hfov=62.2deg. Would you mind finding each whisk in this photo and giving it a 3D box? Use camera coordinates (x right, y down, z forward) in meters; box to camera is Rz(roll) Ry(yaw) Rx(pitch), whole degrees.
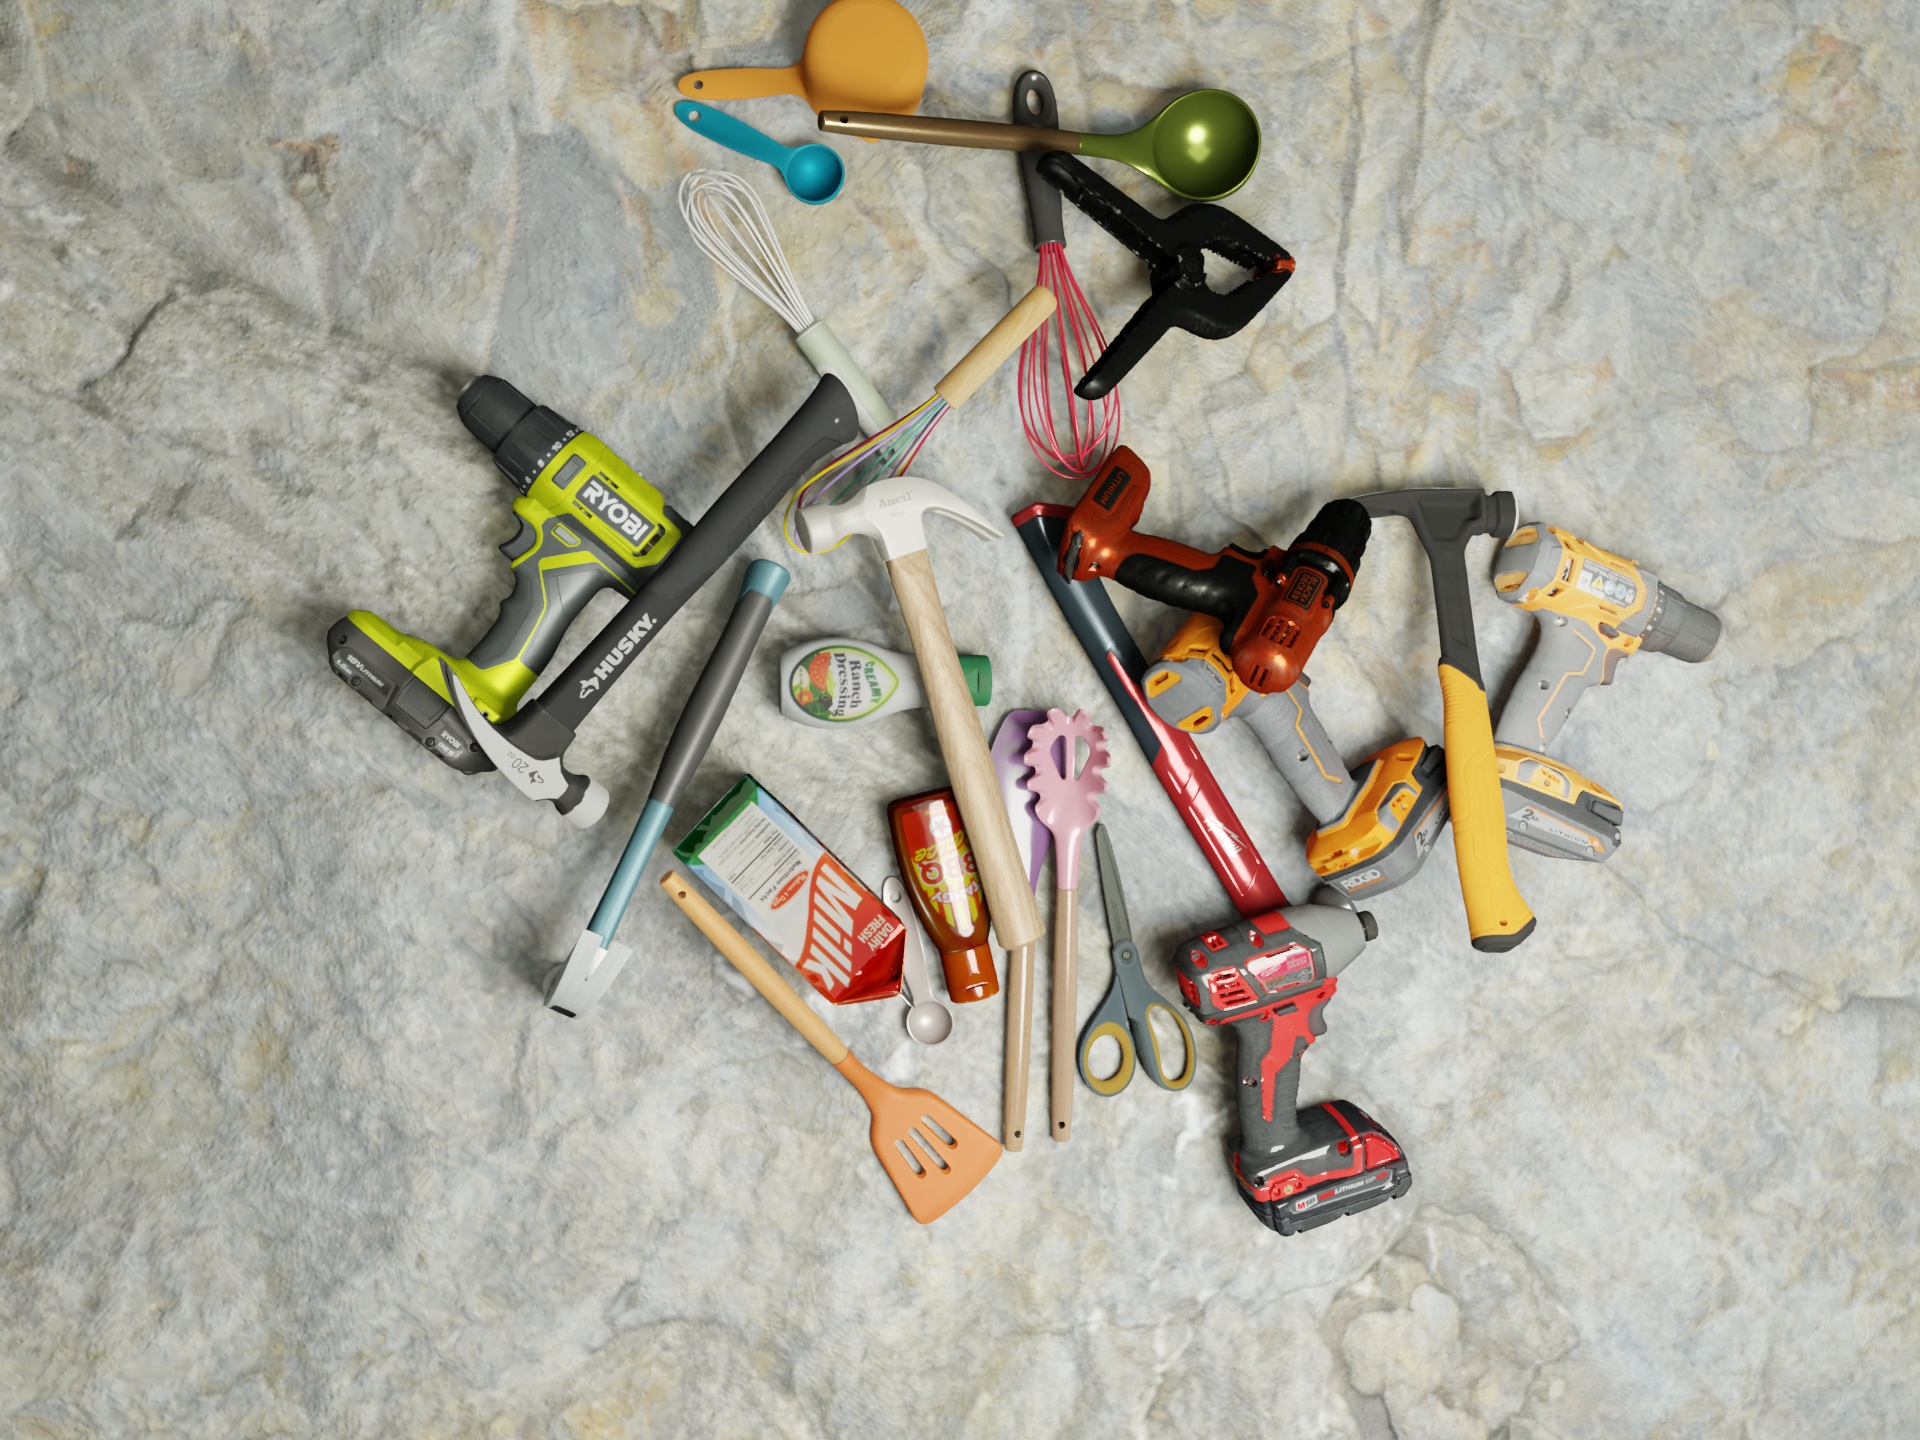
[{"bbox_3d":[-0.028,-0.204,1.078,0.245,0.051,0.047,-45,98,4],"label":"whisk"},{"bbox_3d":[0.066,-0.313,1.116,0.073,0.073,0.296,-6,85,-8],"label":"whisk"},{"bbox_3d":[-0.109,-0.274,1.095,0.246,0.058,0.059,53,54,-10],"label":"whisk"}]

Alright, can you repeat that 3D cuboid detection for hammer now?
[{"bbox_3d":[0.339,-0.008,1.093,0.127,0.034,0.337,-1,69,-1],"label":"hammer"},{"bbox_3d":[-0.196,0.043,1.067,0.033,0.128,0.331,26,79,-15],"label":"hammer"},{"bbox_3d":[-0.002,-0.003,1.077,0.130,0.031,0.331,-21,100,-19],"label":"hammer"},{"bbox_3d":[0.133,0.021,1.141,0.143,0.038,0.386,-32,96,-5],"label":"hammer"},{"bbox_3d":[-0.187,-0.094,1.027,0.335,0.035,0.146,-49,129,-6],"label":"hammer"}]

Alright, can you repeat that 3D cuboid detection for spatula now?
[{"bbox_3d":[0.043,0.150,1.140,0.059,0.018,0.316,2,90,-17],"label":"spatula"},{"bbox_3d":[-0.094,0.218,1.088,0.081,0.041,0.322,-42,113,-5],"label":"spatula"}]

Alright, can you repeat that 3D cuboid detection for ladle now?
[{"bbox_3d":[0.060,-0.396,1.073,0.320,0.062,0.078,-5,91,-25],"label":"ladle"}]

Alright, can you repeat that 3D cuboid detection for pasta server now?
[{"bbox_3d":[0.074,0.147,1.126,0.060,0.040,0.316,2,96,8],"label":"pasta server"}]

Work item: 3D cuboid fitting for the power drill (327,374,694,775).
[{"bbox_3d":[-0.306,-0.097,1.055,0.190,0.080,0.228,41,83,-8],"label":"power drill"}]

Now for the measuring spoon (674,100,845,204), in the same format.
[{"bbox_3d":[-0.139,-0.396,1.105,0.128,0.021,0.042,26,88,1],"label":"measuring spoon"}]

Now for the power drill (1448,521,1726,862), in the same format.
[{"bbox_3d":[0.461,-0.012,1.169,0.185,0.084,0.226,19,84,-15],"label":"power drill"}]

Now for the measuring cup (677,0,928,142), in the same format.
[{"bbox_3d":[-0.106,-0.447,1.086,0.173,0.052,0.095,-8,93,-10],"label":"measuring cup"}]

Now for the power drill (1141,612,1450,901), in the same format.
[{"bbox_3d":[0.247,-0.003,1.124,0.226,0.084,0.164,45,54,-6],"label":"power drill"}]

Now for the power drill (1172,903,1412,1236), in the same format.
[{"bbox_3d":[0.241,0.236,1.121,0.143,0.079,0.219,-17,104,-8],"label":"power drill"}]

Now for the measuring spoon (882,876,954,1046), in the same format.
[{"bbox_3d":[-0.032,0.171,1.134,0.034,0.018,0.124,-16,87,9],"label":"measuring spoon"}]
